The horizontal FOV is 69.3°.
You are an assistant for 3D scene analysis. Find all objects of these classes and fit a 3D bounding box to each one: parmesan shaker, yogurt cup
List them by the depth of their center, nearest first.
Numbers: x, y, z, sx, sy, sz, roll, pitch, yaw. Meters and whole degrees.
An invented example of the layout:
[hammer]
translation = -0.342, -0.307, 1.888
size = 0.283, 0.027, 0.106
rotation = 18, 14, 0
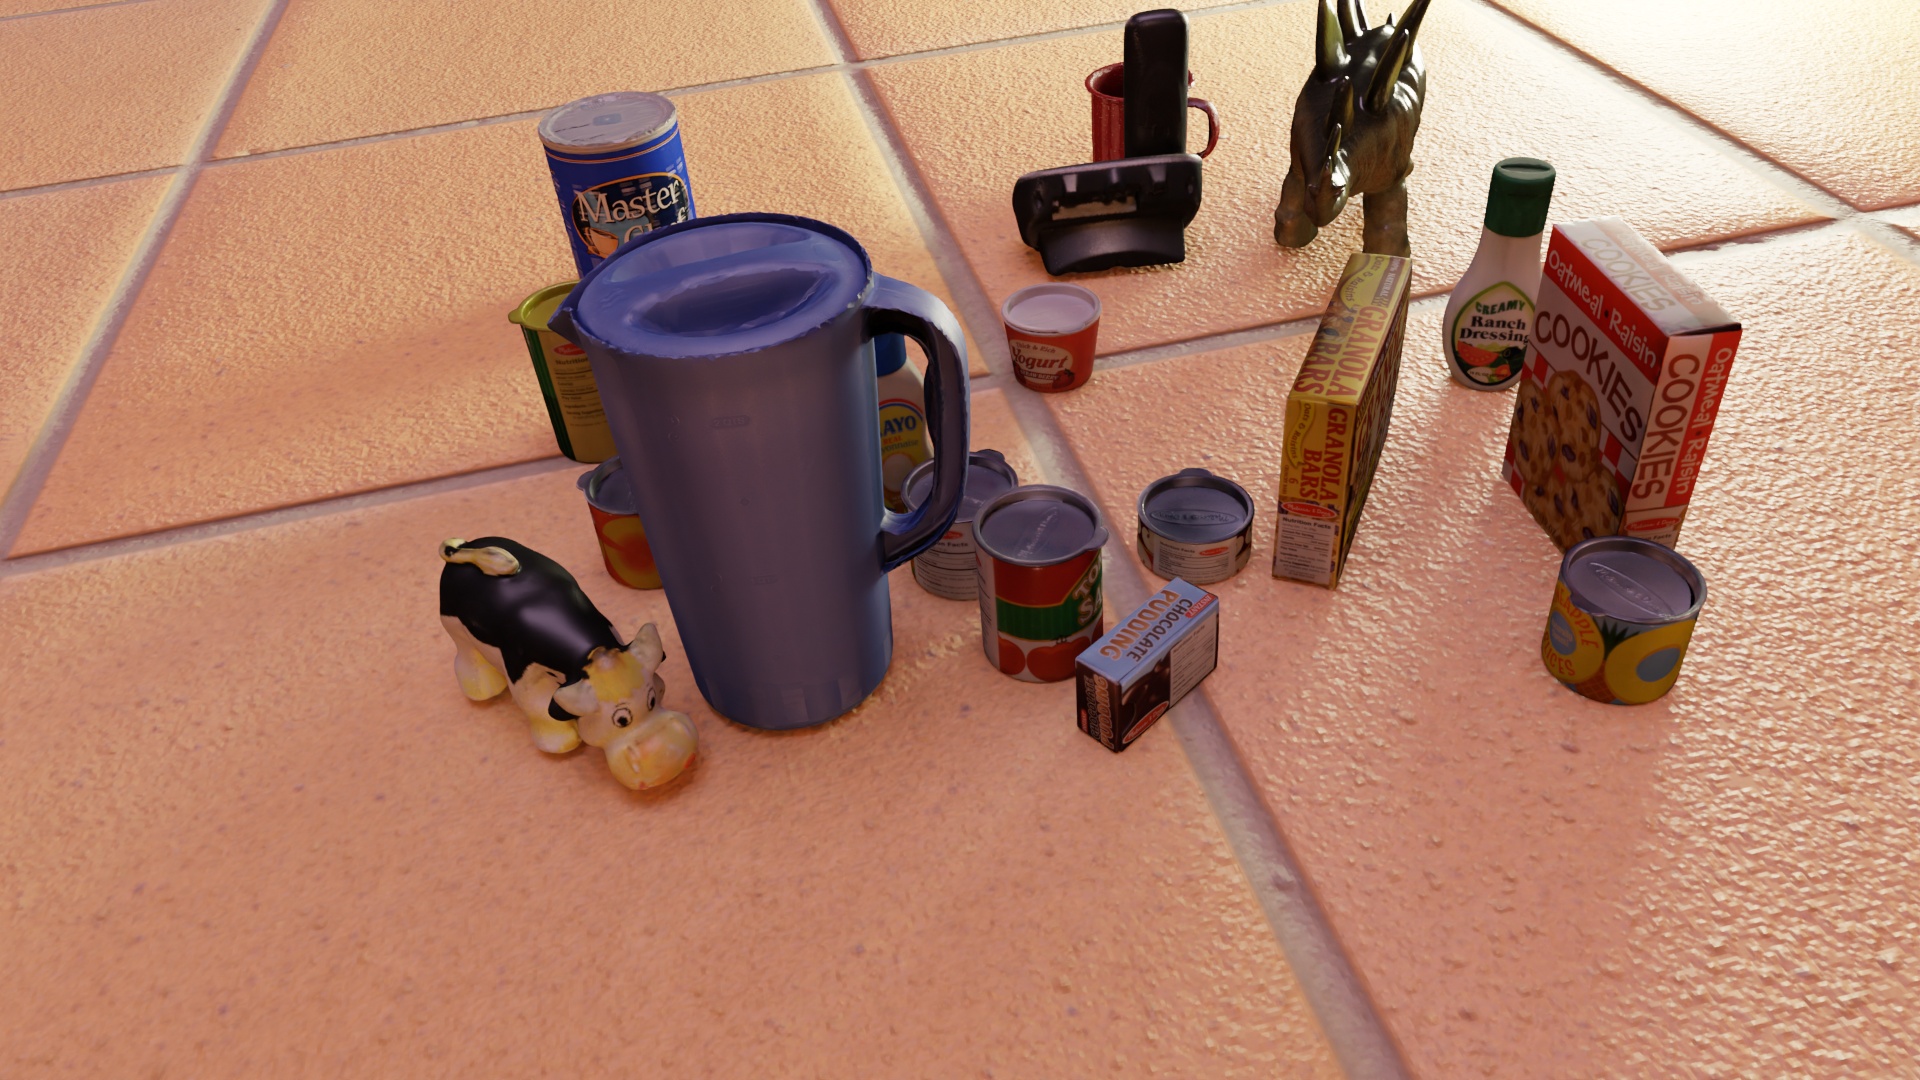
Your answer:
[parmesan shaker]
translation = -0.247, -0.110, 0.912
size = 0.071, 0.102, 0.072
rotation = -3, 38, 3
[yogurt cup]
translation = 0.063, -0.138, 0.951
size = 0.072, 0.053, 0.073
rotation = -3, 38, 3

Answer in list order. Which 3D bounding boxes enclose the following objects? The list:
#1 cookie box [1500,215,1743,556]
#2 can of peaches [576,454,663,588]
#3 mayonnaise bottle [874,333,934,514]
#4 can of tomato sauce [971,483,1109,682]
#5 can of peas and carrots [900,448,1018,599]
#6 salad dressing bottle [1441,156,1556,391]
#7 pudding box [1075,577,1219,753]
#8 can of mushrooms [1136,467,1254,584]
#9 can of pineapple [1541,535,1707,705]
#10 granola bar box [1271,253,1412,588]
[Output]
[cookie box]
translation = 0.347, -0.071, 0.744
size = 0.040, 0.166, 0.123
rotation = -8, 38, -3
[can of peaches]
translation = -0.185, -0.013, 0.819
size = 0.071, 0.057, 0.071
rotation = -3, 38, 3
[mayonnaise bottle]
translation = -0.046, -0.072, 0.805
size = 0.065, 0.147, 0.041
rotation = -16, 39, -13
[can of tomato sauce]
translation = 0.044, 0.023, 0.727
size = 0.071, 0.082, 0.071
rotation = -3, 38, 3
[can of peas and carrots]
translation = 0.003, -0.010, 0.793
size = 0.071, 0.058, 0.071
rotation = -3, 38, 3
[salad dressing bottle]
translation = 0.344, -0.167, 0.881
size = 0.064, 0.146, 0.044
rotation = 7, 40, 15
[pudding box]
translation = 0.095, 0.062, 0.700
size = 0.030, 0.049, 0.084
rotation = 28, 49, 35
[can of mushrooms]
translation = 0.134, -0.009, 0.796
size = 0.071, 0.033, 0.071
rotation = -3, 38, 3
[can of pineapple]
translation = 0.328, 0.040, 0.694
size = 0.071, 0.057, 0.071
rotation = -3, 38, 3
[granola bar box]
translation = 0.220, -0.071, 0.793
size = 0.039, 0.123, 0.166
rotation = 12, 41, 21
